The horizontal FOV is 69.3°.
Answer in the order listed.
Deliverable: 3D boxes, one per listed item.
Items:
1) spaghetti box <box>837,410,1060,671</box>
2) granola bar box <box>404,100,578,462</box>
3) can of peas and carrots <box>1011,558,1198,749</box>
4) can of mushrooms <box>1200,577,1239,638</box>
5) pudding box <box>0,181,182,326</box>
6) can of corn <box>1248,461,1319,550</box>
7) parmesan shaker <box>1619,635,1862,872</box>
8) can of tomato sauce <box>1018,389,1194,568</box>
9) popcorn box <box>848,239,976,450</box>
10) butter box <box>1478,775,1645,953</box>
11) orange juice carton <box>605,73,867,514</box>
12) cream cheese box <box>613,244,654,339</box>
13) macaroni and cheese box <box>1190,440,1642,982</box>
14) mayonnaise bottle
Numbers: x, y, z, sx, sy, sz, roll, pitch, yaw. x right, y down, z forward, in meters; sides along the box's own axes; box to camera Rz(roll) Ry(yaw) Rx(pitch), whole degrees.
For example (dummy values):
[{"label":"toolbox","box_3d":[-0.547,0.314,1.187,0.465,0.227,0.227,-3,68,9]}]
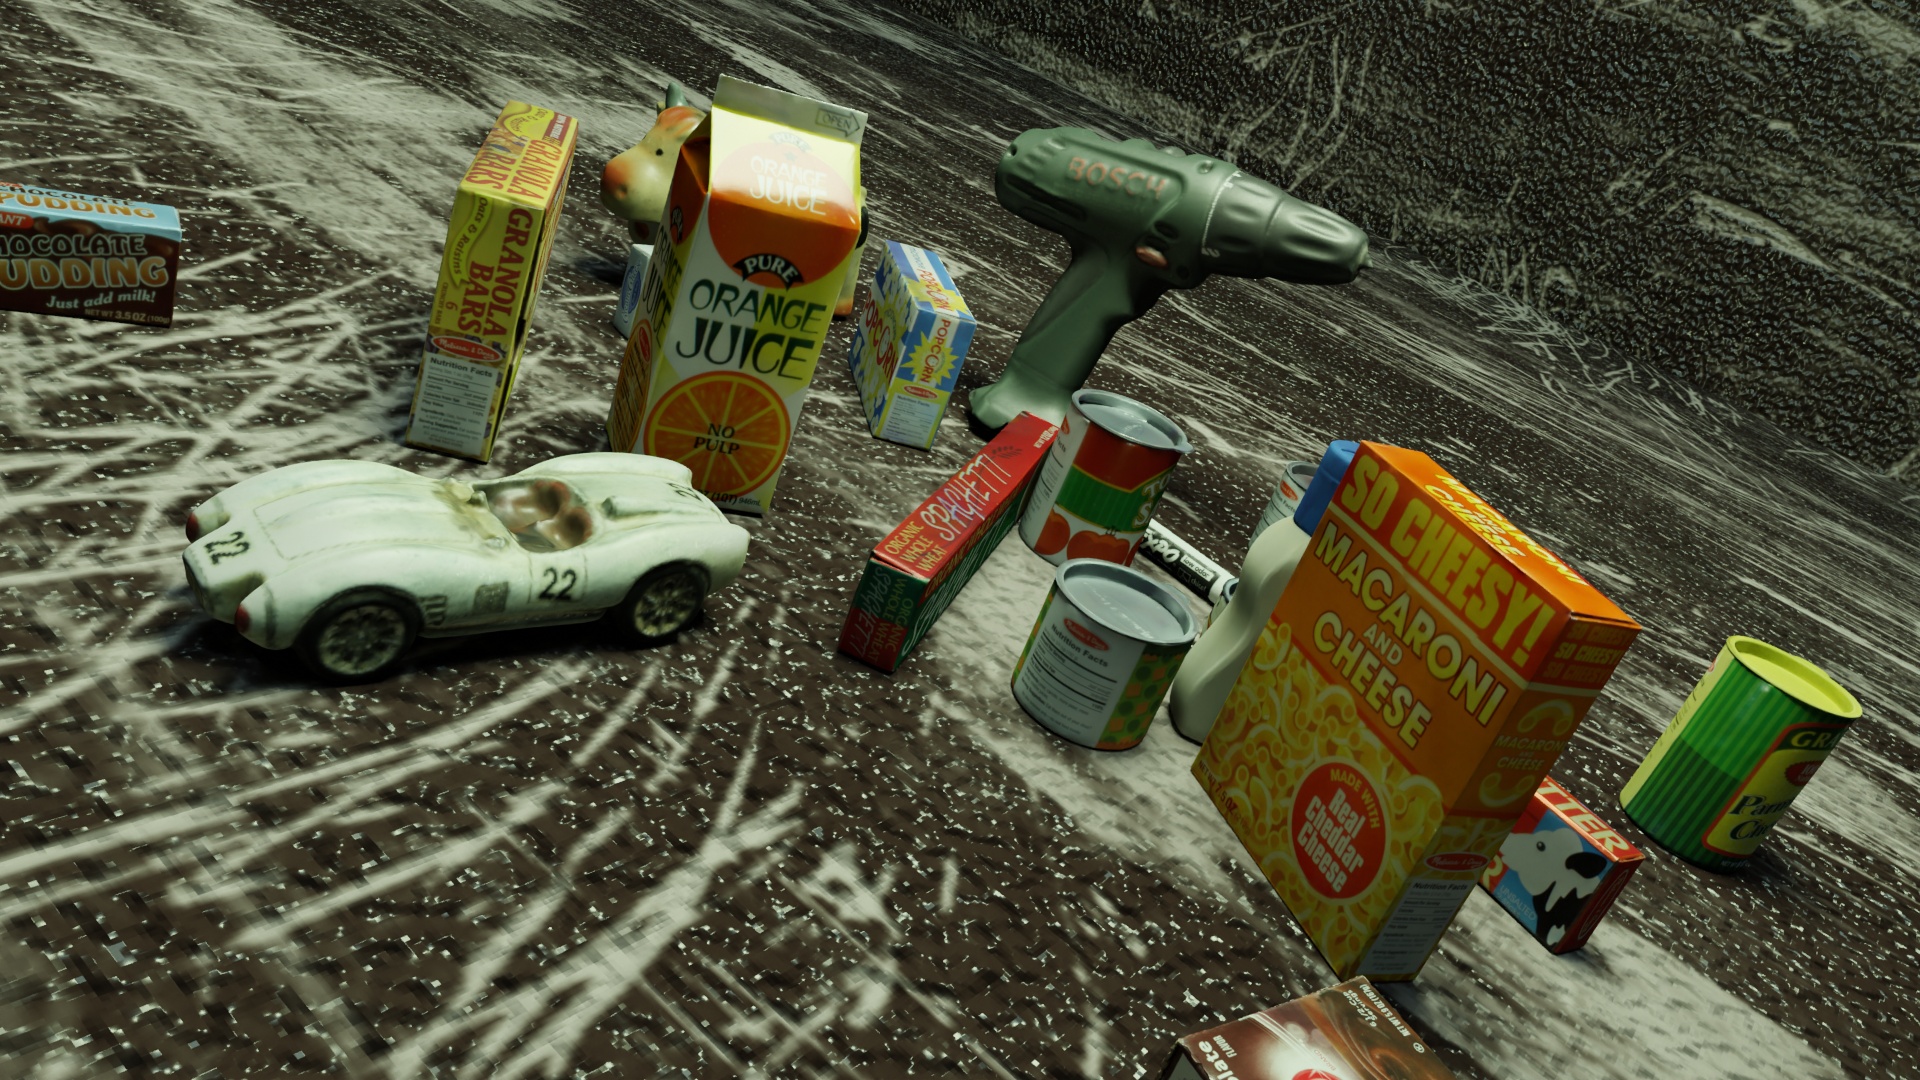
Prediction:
[{"label":"spaghetti box","box_3d":[0.002,-0.009,0.688,0.029,0.050,0.251,26,25,8]},{"label":"granola bar box","box_3d":[-0.219,-0.129,0.662,0.039,0.123,0.166,14,26,-17]},{"label":"can of peas and carrots","box_3d":[0.064,0.049,0.611,0.071,0.058,0.071,18,25,-8]},{"label":"can of mushrooms","box_3d":[0.158,0.050,0.716,0.071,0.033,0.071,18,25,-8]},{"label":"pudding box","box_3d":[-0.389,-0.126,0.606,0.084,0.049,0.030,2,31,-36]},{"label":"can of corn","box_3d":[0.221,-0.007,0.854,0.071,0.058,0.071,18,25,-8]},{"label":"parmesan shaker","box_3d":[0.395,0.109,0.706,0.071,0.102,0.071,18,24,-8]},{"label":"can of tomato sauce","box_3d":[0.078,-0.029,0.753,0.071,0.082,0.071,18,24,-8]},{"label":"popcorn box","box_3d":[-0.032,-0.122,0.848,0.038,0.085,0.127,13,26,-20]},{"label":"butter box","box_3d":[0.239,0.124,0.609,0.024,0.053,0.104,3,31,-37]},{"label":"orange juice carton","box_3d":[-0.104,-0.114,0.645,0.072,0.191,0.073,9,27,-27]},{"label":"cream cheese box","box_3d":[-0.155,-0.147,0.837,0.104,0.053,0.024,-6,36,-46]},{"label":"macaroni and cheese box","box_3d":[0.164,0.064,0.534,0.040,0.165,0.124,9,27,-28]},{"label":"mayonnaise bottle","box_3d":[0.148,0.028,0.616,0.065,0.147,0.041,17,25,-11]}]
